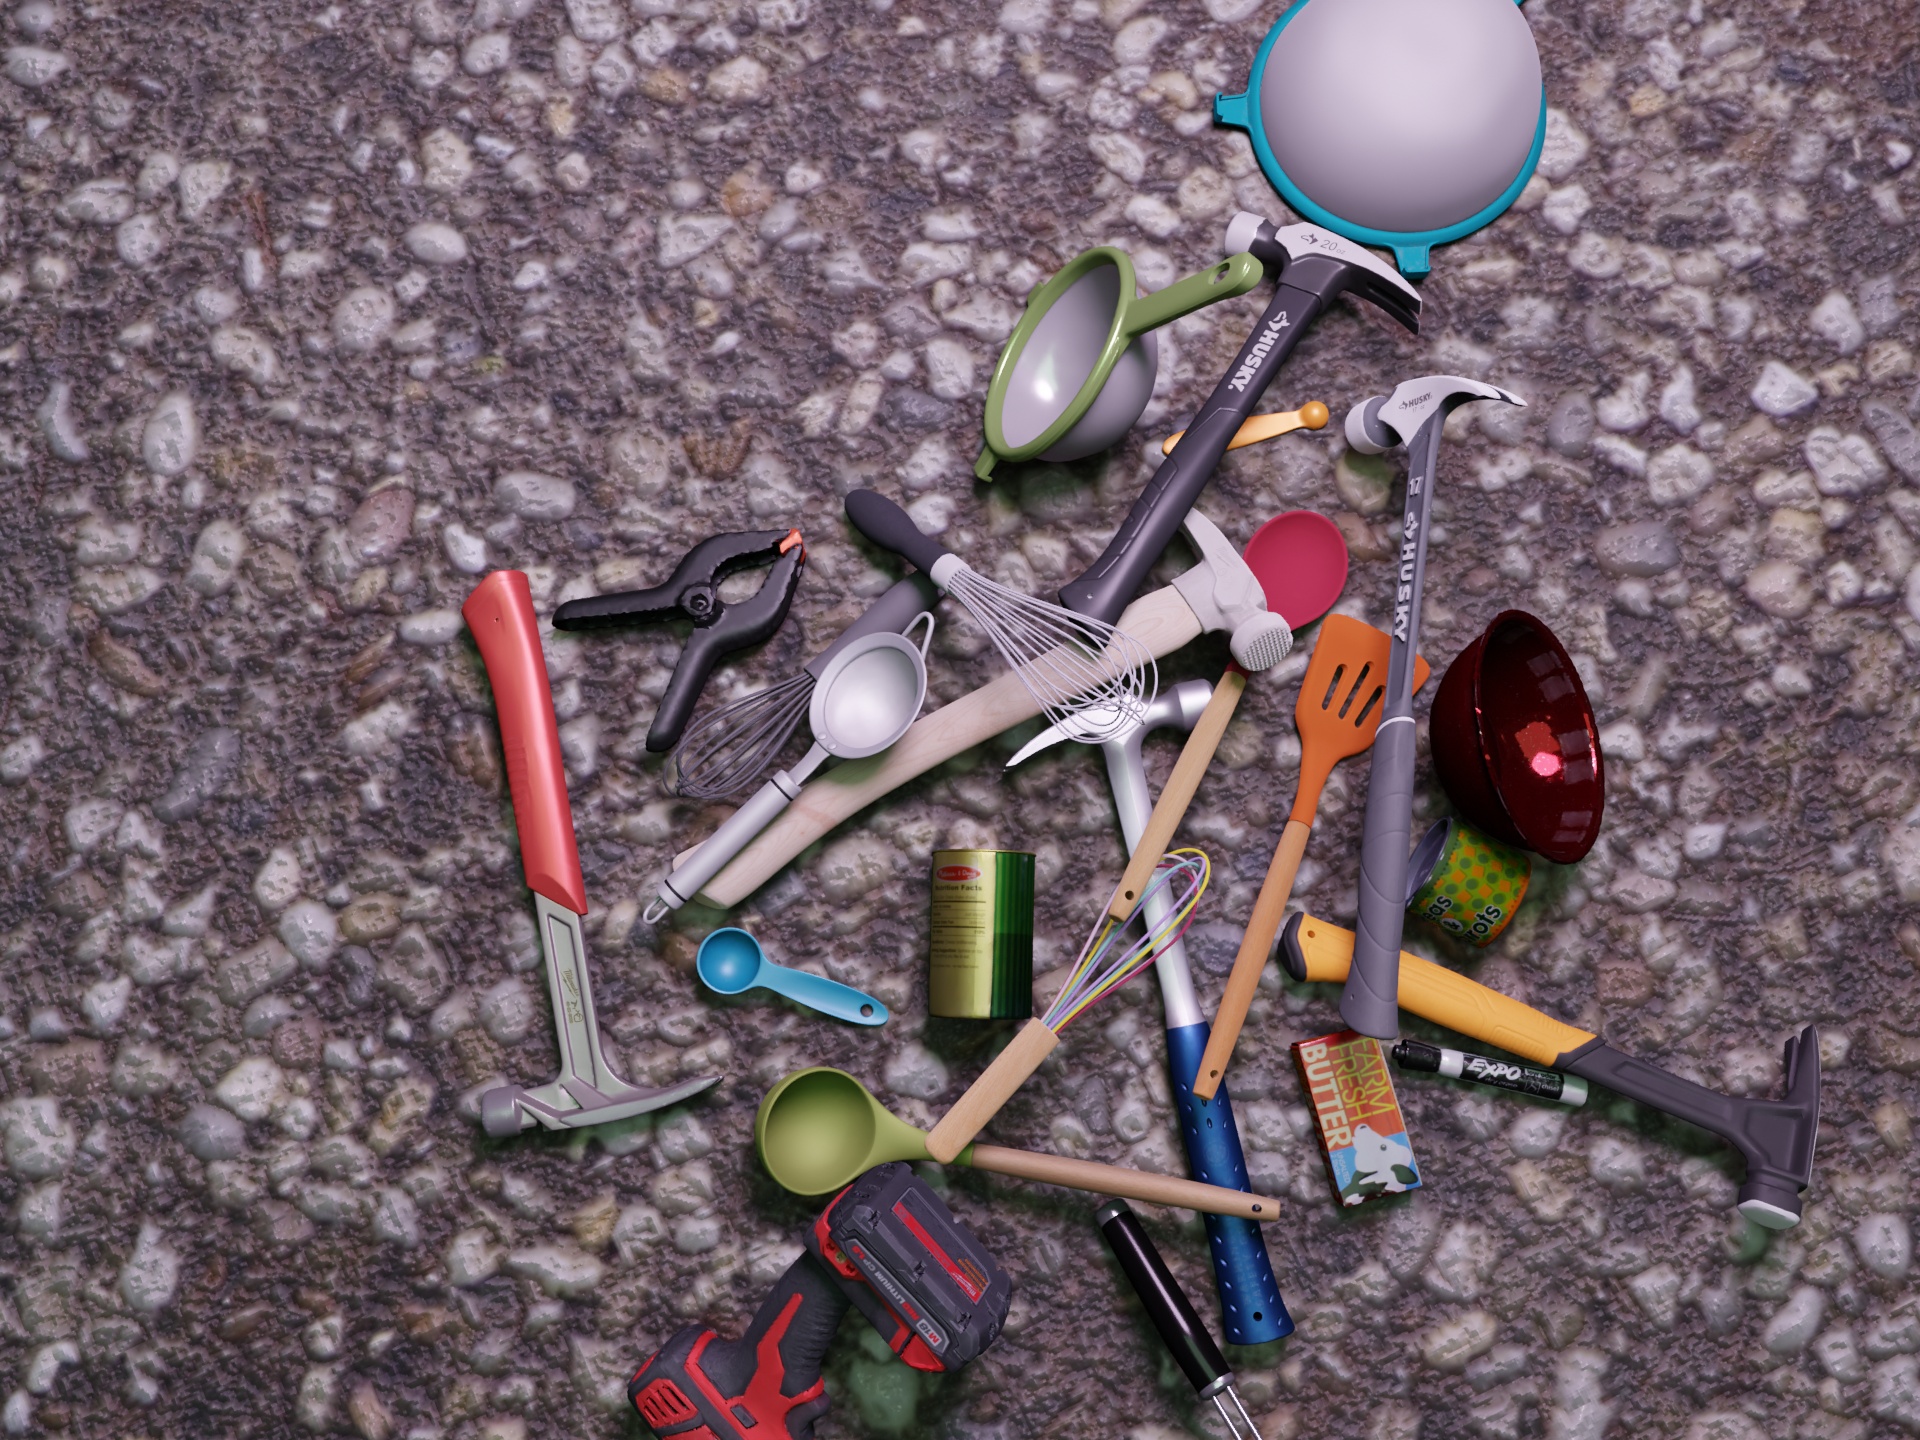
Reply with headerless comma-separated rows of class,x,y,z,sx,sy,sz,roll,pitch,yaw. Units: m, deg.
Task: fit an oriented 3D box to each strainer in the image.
strainer,0.112,-0.229,0.990,0.069,0.256,0.151,25,73,-28
strainer,-0.102,0.035,0.988,0.258,0.050,0.087,-44,50,-3
strainer,0.350,-0.483,1.085,0.211,0.095,0.340,43,84,7

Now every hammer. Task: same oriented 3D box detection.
hammer,0.134,0.182,1.004,0.144,0.035,0.406,-12,81,-2
hammer,-0.256,0.077,1.021,0.149,0.036,0.359,-11,81,-2
hammer,0.363,0.191,0.993,0.337,0.034,0.127,22,61,8
hammer,-0.002,-0.003,1.021,0.410,0.038,0.146,-29,51,1
hammer,0.167,-0.184,1.024,0.146,0.035,0.335,27,73,23
hammer,0.271,-0.013,0.969,0.036,0.149,0.409,9,84,-18

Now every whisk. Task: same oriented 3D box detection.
whisk,0.014,-0.074,0.989,0.070,0.070,0.285,-46,54,-7
whisk,-0.095,-0.029,1.034,0.239,0.055,0.055,-41,83,-11
whisk,0.066,0.169,0.961,0.047,0.051,0.245,38,79,28

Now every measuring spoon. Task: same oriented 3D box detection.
measuring spoon,-0.107,0.169,1.019,0.128,0.021,0.042,21,80,-6
measuring spoon,0.194,-0.198,1.079,0.117,0.011,0.021,-13,81,-2

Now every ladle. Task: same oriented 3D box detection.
ladle,0.165,-0.006,1.003,0.069,0.031,0.315,30,66,2
ladle,0.033,0.269,0.961,0.320,0.062,0.078,8,84,8

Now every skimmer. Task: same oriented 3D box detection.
skimmer,0.186,0.447,0.927,0.127,0.090,0.364,-33,60,-1

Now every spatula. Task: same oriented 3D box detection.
spatula,0.209,0.085,0.999,0.081,0.041,0.323,28,69,-8

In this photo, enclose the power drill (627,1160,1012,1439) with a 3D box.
power drill,-0.080,0.376,0.927,0.143,0.078,0.219,47,105,8
